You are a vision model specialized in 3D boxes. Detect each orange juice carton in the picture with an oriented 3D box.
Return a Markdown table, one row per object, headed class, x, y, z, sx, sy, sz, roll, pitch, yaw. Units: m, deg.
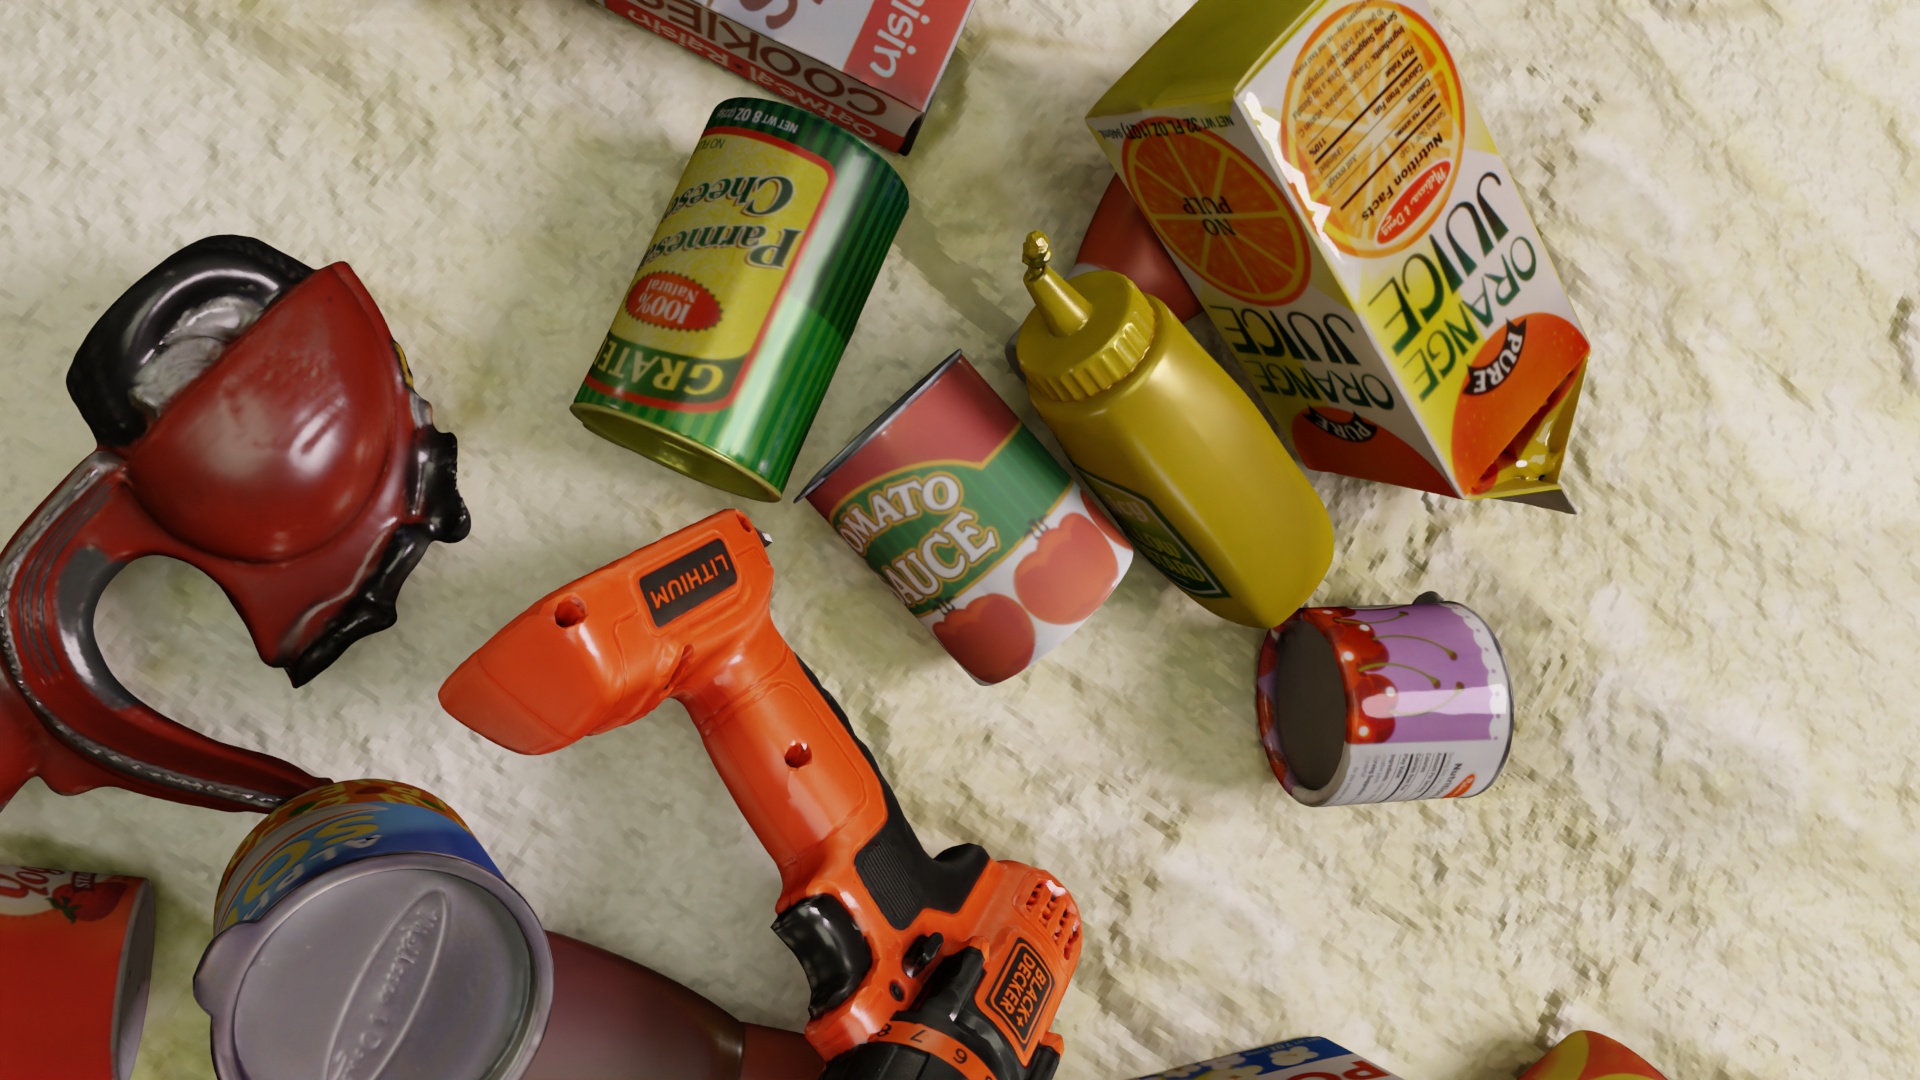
| class | x | y | z | sx | sy | sz | roll | pitch | yaw |
| --- | --- | --- | --- | --- | --- | --- | --- | --- | --- |
| orange juice carton | 0.129 | -0.080 | 0.434 | 0.073 | 0.072 | 0.192 | -46 | 118 | -13 |

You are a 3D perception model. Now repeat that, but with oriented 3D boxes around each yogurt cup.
| class | x | y | z | sx | sy | sz | roll | pitch | yaw |
| --- | --- | --- | --- | --- | --- | --- | --- | --- | --- |
| yogurt cup | -0.243 | 0.116 | 0.359 | 0.054 | 0.072 | 0.072 | 4 | 85 | -22 |

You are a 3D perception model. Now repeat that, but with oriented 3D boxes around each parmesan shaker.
| class | x | y | z | sx | sy | sz | roll | pitch | yaw |
| --- | --- | --- | --- | --- | --- | --- | --- | --- | --- |
| parmesan shaker | -0.067 | -0.072 | 0.418 | 0.071 | 0.071 | 0.103 | 24 | 80 | -12 |

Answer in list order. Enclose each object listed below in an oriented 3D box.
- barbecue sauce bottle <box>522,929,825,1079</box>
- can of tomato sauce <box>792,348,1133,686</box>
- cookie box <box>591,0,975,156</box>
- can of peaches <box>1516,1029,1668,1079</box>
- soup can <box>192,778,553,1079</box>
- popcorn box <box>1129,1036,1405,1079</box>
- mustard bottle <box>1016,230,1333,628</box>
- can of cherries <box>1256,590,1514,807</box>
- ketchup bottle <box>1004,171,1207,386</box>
| class | x | y | z | sx | sy | sz | roll | pitch | yaw |
| --- | --- | --- | --- | --- | --- | --- | --- | --- | --- |
| barbecue sauce bottle | -0.103 | 0.150 | 0.400 | 0.148 | 0.043 | 0.065 | 17 | 58 | -14 |
| can of tomato sauce | 0.002 | -0.005 | 0.428 | 0.071 | 0.071 | 0.083 | -44 | 98 | -13 |
| cookie box | -0.066 | -0.217 | 0.441 | 0.167 | 0.040 | 0.123 | 24 | 80 | -11 |
| can of peaches | 0.213 | 0.209 | 0.467 | 0.058 | 0.071 | 0.071 | -32 | 94 | -15 |
| soup can | -0.140 | 0.094 | 0.323 | 0.071 | 0.083 | 0.071 | -2 | 93 | -29 |
| popcorn box | 0.078 | 0.193 | 0.425 | 0.127 | 0.085 | 0.038 | -8 | 87 | -14 |
| mustard bottle | 0.057 | -0.034 | 0.417 | 0.049 | 0.065 | 0.160 | -50 | 129 | -7 |
| can of cherries | 0.138 | 0.052 | 0.463 | 0.058 | 0.071 | 0.071 | -1 | 87 | -14 |
| ketchup bottle | 0.074 | -0.106 | 0.468 | 0.064 | 0.043 | 0.149 | 44 | 78 | -15 |
